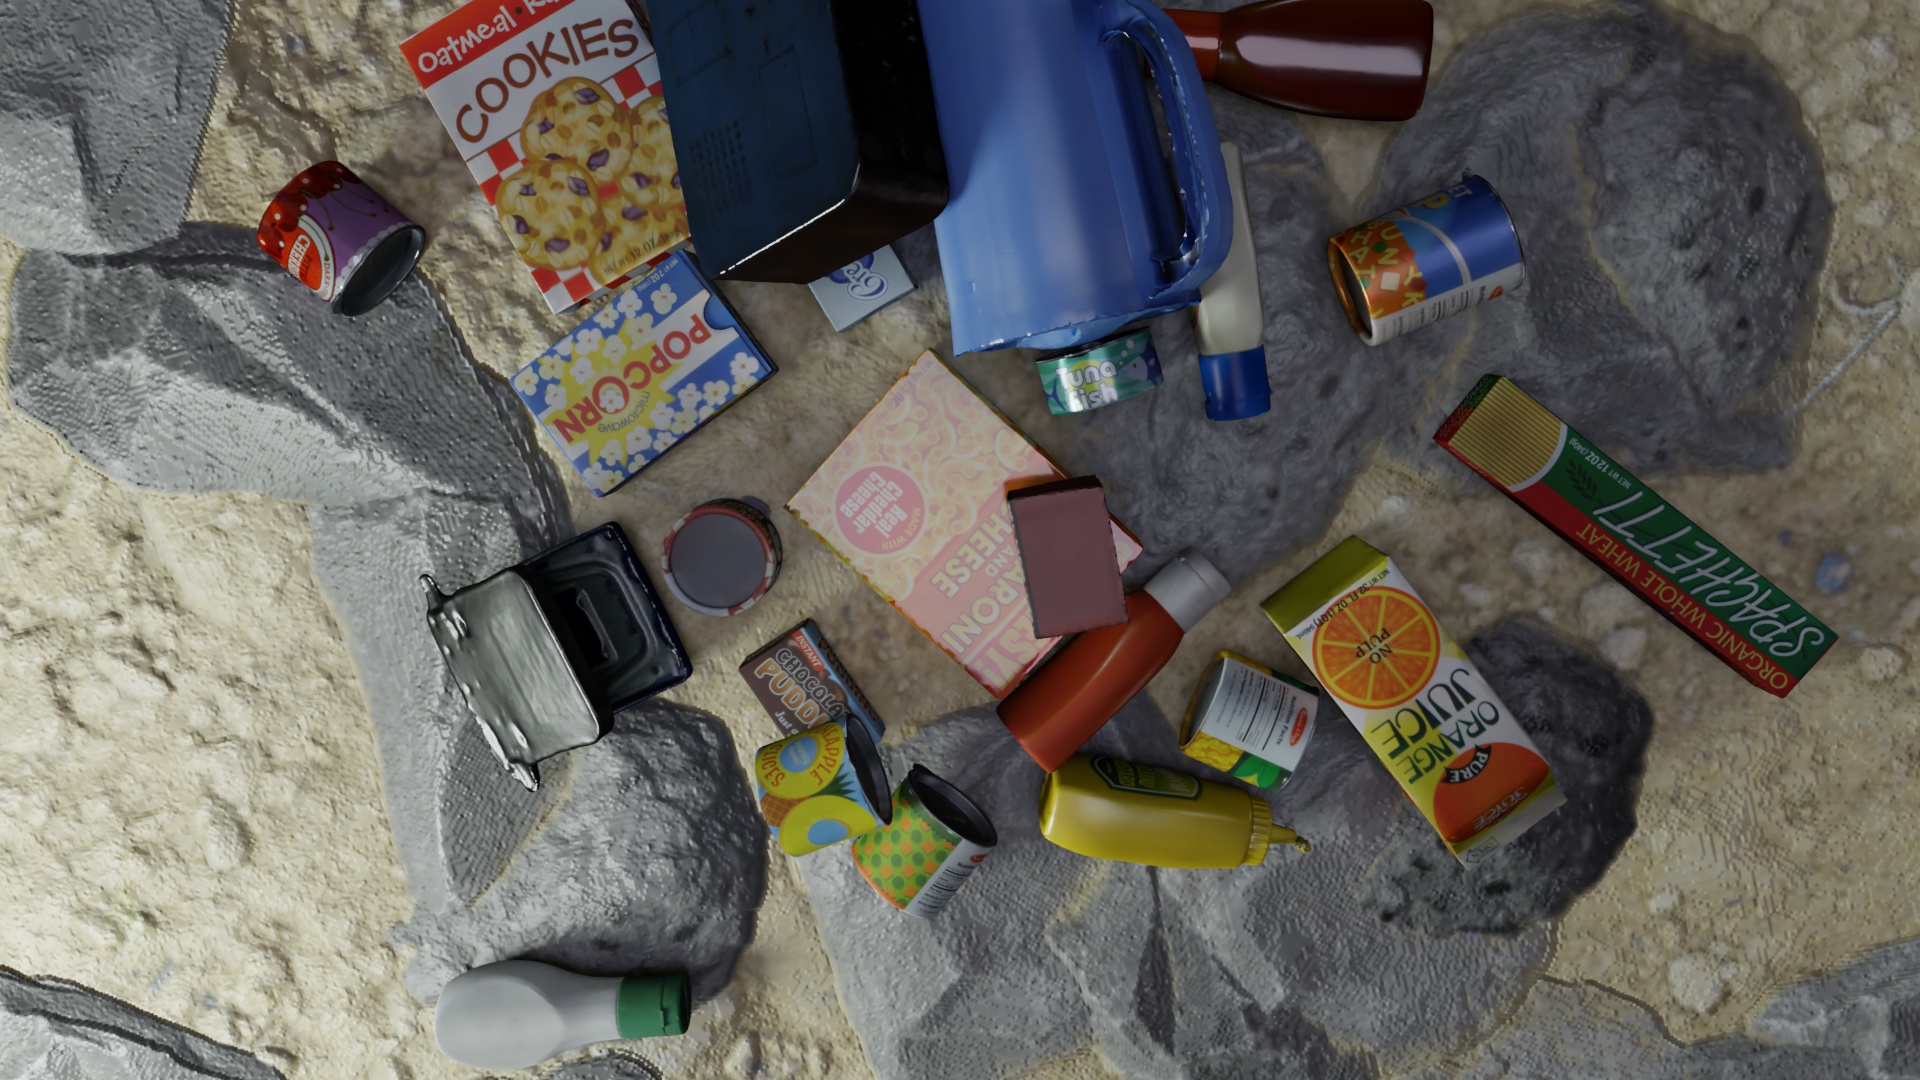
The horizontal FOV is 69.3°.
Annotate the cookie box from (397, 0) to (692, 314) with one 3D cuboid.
[{"bbox_3d":[-0.212,-0.229,0.773,0.123,0.040,0.167,-28,97,6],"label":"cookie box"}]

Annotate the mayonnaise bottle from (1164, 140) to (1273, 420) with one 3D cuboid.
[{"bbox_3d":[0.143,-0.141,0.764,0.041,0.065,0.147,-10,102,3],"label":"mayonnaise bottle"}]

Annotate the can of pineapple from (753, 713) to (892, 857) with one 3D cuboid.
[{"bbox_3d":[-0.077,0.136,0.776,0.058,0.071,0.071,-21,97,6],"label":"can of pineapple"}]

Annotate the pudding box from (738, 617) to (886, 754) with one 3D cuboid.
[{"bbox_3d":[-0.087,0.094,0.821,0.049,0.030,0.083,-33,96,6],"label":"pudding box"}]

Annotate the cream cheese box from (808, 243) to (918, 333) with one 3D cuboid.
[{"bbox_3d":[-0.073,-0.174,0.784,0.053,0.024,0.103,-31,96,8],"label":"cream cheese box"}]

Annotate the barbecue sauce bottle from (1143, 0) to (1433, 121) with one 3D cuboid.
[{"bbox_3d":[0.175,-0.264,0.752,0.149,0.044,0.064,5,98,2],"label":"barbecue sauce bottle"}]

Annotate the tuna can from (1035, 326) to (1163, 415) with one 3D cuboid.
[{"bbox_3d":[0.077,-0.093,0.767,0.071,0.071,0.032,-17,99,5],"label":"tuna can"}]

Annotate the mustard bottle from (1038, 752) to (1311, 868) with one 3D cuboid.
[{"bbox_3d":[0.127,0.161,0.809,0.160,0.065,0.048,10,104,-5],"label":"mustard bottle"}]

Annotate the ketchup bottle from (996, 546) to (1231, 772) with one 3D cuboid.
[{"bbox_3d":[0.089,0.065,0.797,0.149,0.065,0.043,-43,108,-1],"label":"ketchup bottle"}]

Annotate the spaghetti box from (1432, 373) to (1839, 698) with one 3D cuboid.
[{"bbox_3d":[0.385,-0.002,0.791,0.250,0.029,0.050,37,99,-3],"label":"spaghetti box"}]

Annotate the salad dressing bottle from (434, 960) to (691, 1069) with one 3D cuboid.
[{"bbox_3d":[-0.241,0.288,0.849,0.148,0.044,0.064,-4,97,1],"label":"salad dressing bottle"}]

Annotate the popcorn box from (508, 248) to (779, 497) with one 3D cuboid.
[{"bbox_3d":[-0.179,-0.094,0.792,0.126,0.038,0.085,-35,95,7],"label":"popcorn box"}]

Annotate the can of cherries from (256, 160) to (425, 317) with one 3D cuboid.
[{"bbox_3d":[-0.345,-0.166,0.771,0.058,0.071,0.071,40,98,-4],"label":"can of cherries"}]

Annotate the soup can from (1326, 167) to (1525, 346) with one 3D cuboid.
[{"bbox_3d":[0.250,-0.154,0.755,0.084,0.071,0.071,-22,97,6],"label":"soup can"}]

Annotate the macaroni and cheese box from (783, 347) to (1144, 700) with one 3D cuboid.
[{"bbox_3d":[0.003,-0.010,0.798,0.166,0.040,0.123,42,97,-4],"label":"macaroni and cheese box"}]

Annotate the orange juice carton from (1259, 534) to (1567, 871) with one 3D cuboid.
[{"bbox_3d":[0.261,0.096,0.787,0.072,0.073,0.192,-38,96,7],"label":"orange juice carton"}]

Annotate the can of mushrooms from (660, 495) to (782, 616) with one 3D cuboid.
[{"bbox_3d":[-0.138,0.008,0.809,0.071,0.033,0.071,0,98,3],"label":"can of mushrooms"}]

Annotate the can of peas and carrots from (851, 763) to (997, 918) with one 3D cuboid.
[{"bbox_3d":[-0.023,0.176,0.814,0.071,0.071,0.058,37,99,-4],"label":"can of peas and carrots"}]

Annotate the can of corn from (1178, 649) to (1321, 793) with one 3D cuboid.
[{"bbox_3d":[0.164,0.104,0.797,0.058,0.071,0.071,24,99,1],"label":"can of corn"}]
